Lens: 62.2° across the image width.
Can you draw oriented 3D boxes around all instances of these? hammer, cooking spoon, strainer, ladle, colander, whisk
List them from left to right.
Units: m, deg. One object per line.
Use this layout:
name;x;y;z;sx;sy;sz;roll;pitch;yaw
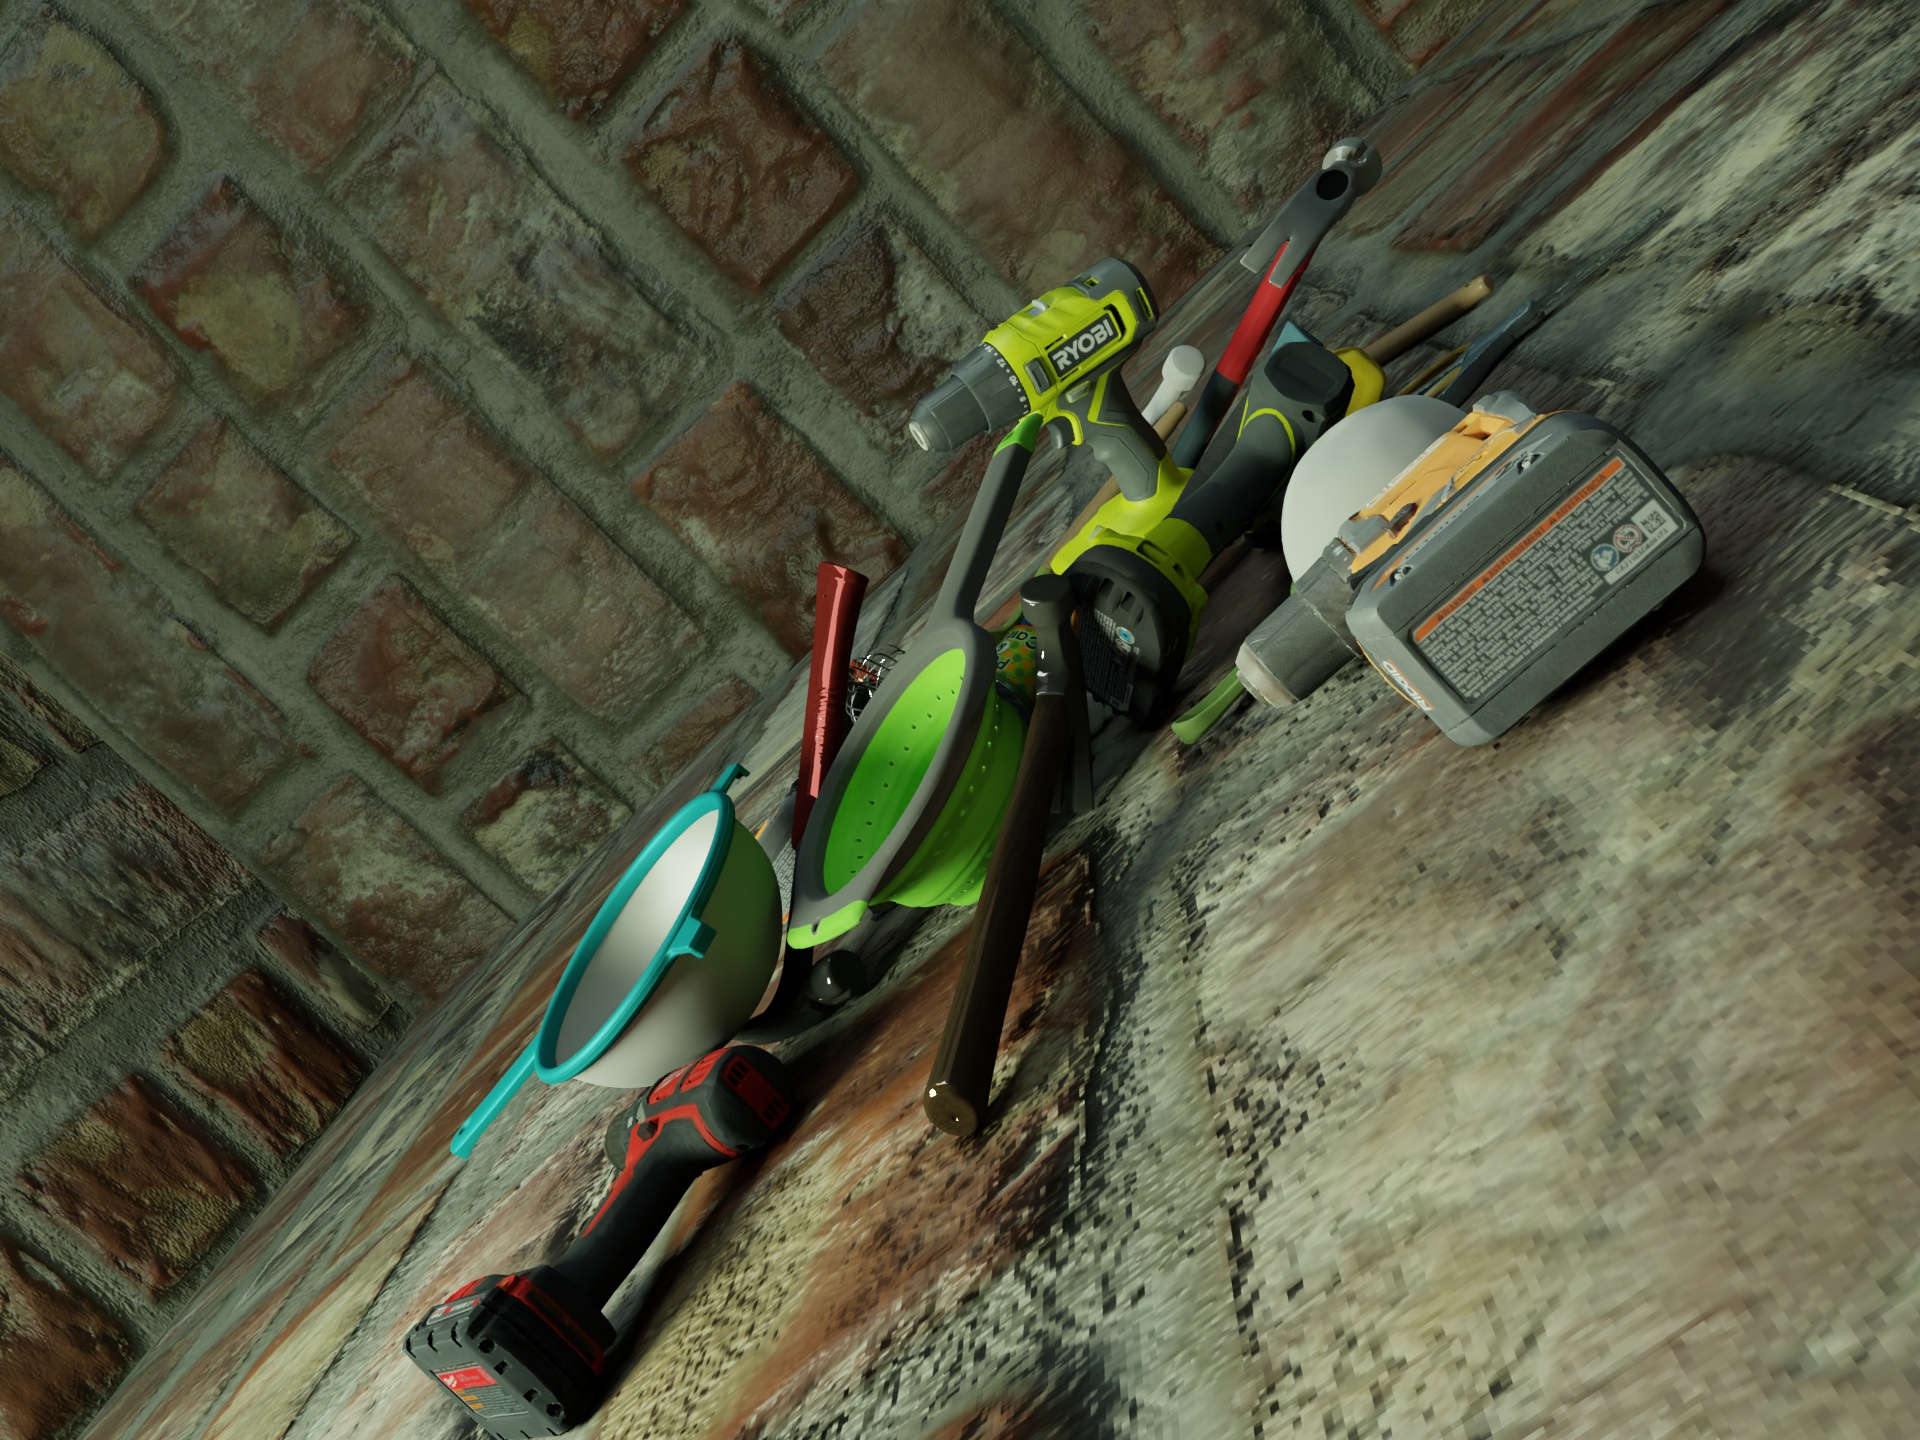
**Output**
strainer;-0.216;0.201;1.050;0.340;0.095;0.211;-48;20;23
hammer;-0.106;0.046;1.124;0.149;0.036;0.359;-32;45;45
whisk;-0.002;-0.002;1.123;0.070;0.070;0.285;-48;33;-16
colander;0.014;-0.022;1.012;0.204;0.094;0.397;-30;35;58
hammer;0.030;0.070;0.816;0.031;0.129;0.332;-1;39;16
ladle;0.076;-0.145;1.266;0.320;0.062;0.078;-51;3;-15
hammer;0.093;-0.135;1.346;0.406;0.035;0.144;-59;-1;-23
hammer;0.154;-0.135;1.111;0.331;0.033;0.128;-57;10;0
hammer;0.195;-0.252;1.190;0.143;0.038;0.386;-51;-7;-27
strainer;0.192;-0.097;0.884;0.256;0.069;0.151;-45;10;-11
cooking spoon;0.310;-0.279;1.287;0.069;0.017;0.319;-51;12;-29

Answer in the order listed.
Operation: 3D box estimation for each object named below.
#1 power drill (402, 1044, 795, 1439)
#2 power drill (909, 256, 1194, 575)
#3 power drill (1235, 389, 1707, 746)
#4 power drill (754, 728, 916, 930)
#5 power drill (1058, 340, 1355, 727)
power drill;-0.205;0.288;0.907;0.188;0.080;0.227;-33;13;48
power drill;0.084;-0.193;1.159;0.190;0.228;0.080;-35;32;-6
power drill;0.200;-0.058;0.684;0.185;0.084;0.226;-43;6;13
power drill;-0.078;0.049;1.269;0.164;0.084;0.226;-53;0;38
power drill;0.153;-0.109;0.986;0.223;0.080;0.171;-47;-19;-22
